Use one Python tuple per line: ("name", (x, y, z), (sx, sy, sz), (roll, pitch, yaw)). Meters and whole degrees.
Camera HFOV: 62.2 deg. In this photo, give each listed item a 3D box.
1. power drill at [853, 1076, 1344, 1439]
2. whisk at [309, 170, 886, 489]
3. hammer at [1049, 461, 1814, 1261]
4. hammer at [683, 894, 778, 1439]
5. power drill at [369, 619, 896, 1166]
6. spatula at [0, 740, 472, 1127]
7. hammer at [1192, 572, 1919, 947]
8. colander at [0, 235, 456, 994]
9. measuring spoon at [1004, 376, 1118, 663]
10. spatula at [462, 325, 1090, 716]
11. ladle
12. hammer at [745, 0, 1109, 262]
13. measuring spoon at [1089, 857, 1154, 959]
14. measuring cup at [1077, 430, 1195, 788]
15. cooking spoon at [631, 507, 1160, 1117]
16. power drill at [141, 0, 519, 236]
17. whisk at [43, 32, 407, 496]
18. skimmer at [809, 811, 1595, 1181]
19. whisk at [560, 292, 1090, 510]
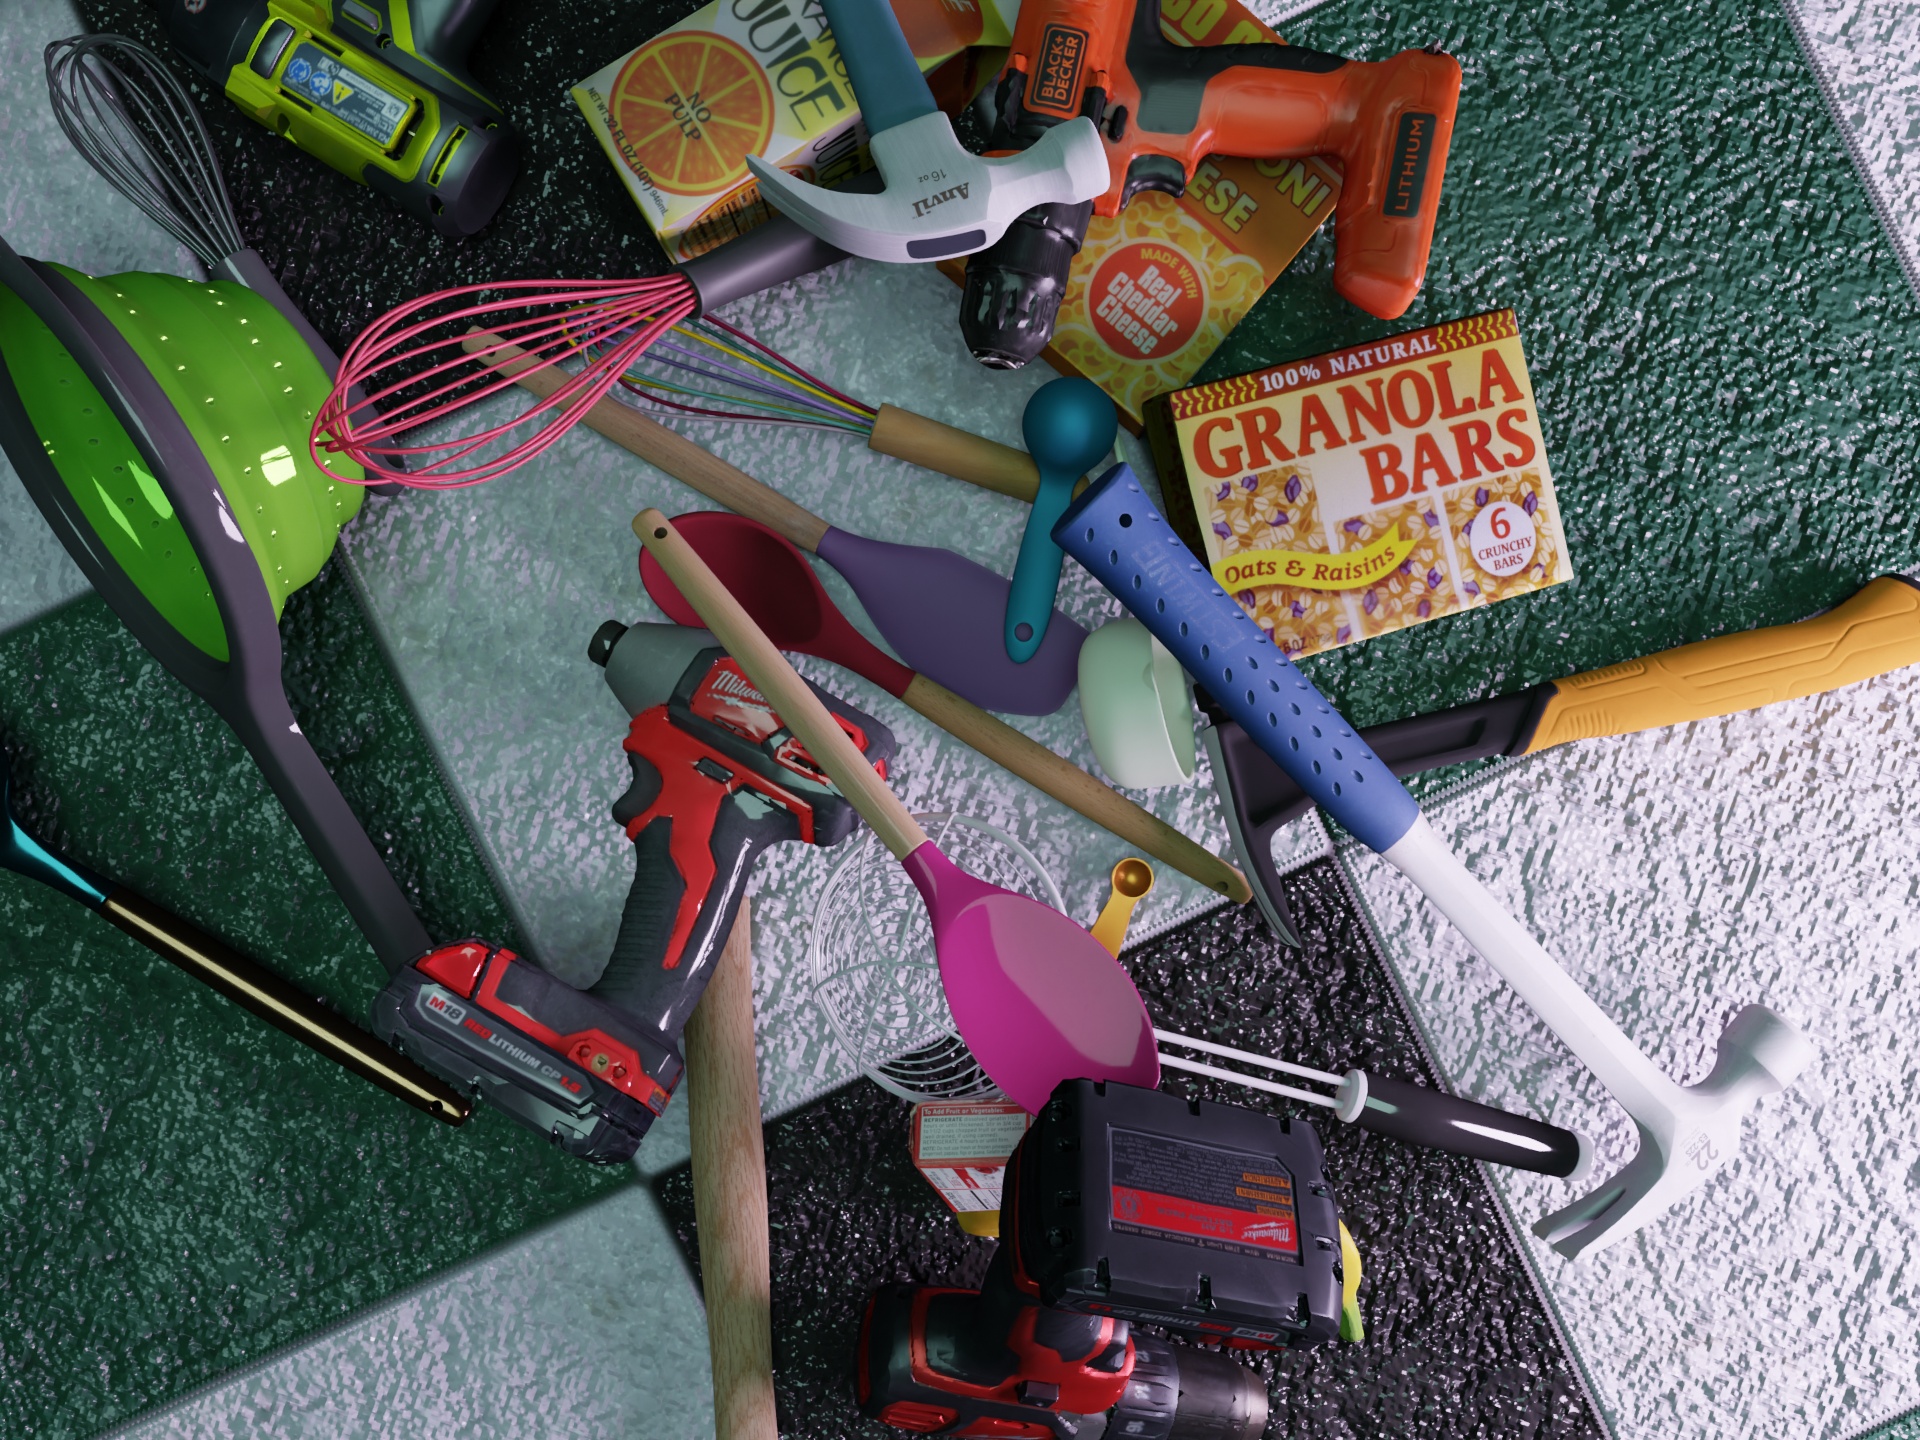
("power drill", (0.072, 0.242, 0.645), (0.188, 0.226, 0.080), (14, 47, -12))
("whisk", (-0.127, -0.167, 0.645), (0.296, 0.073, 0.073), (-34, 92, -31))
("hammer", (0.185, 0.058, 0.662), (0.405, 0.035, 0.144), (45, 85, -11))
("hammer", (-0.100, 0.243, 0.720), (0.130, 0.031, 0.331), (-3, 91, 0))
("power drill", (-0.139, 0.062, 0.671), (0.143, 0.078, 0.220), (30, 71, 6))
("spatula", (-0.356, 0.092, 0.720), (0.317, 0.044, 0.082), (34, 90, -6))
("hammer", (0.281, 0.002, 0.714), (0.337, 0.034, 0.127), (-14, 84, -1))
("colander", (-0.282, -0.044, 0.681), (0.094, 0.204, 0.397), (-37, 110, -33))
("measuring spoon", (0.038, -0.086, 0.695), (0.042, 0.021, 0.128), (13, 102, 6))
("spatula", (-0.086, -0.093, 0.720), (0.316, 0.018, 0.060), (30, 100, -2))
("ladle", (-0.001, -0.002, 0.717), (0.315, 0.031, 0.069), (32, 126, -4))
("hammer", (-0.059, -0.332, 0.638), (0.128, 0.033, 0.331), (-21, 79, 1))
("measuring spoon", (0.059, 0.116, 0.732), (0.021, 0.011, 0.117), (24, 94, -4))
("measuring cup", (0.070, -0.050, 0.707), (0.038, 0.083, 0.168), (-14, 74, 17))
("cooking spoon", (-0.034, 0.033, 0.649), (0.069, 0.017, 0.319), (-38, 80, -11))
("power drill", (-0.236, -0.348, 0.686), (0.171, 0.080, 0.223), (31, 94, -1))
("whisk", (-0.320, -0.201, 0.705), (0.055, 0.055, 0.239), (-34, 96, 0))
("skimmer", (0.111, 0.141, 0.715), (0.363, 0.090, 0.127), (17, 98, -13))
("whisk", (-0.060, -0.139, 0.713), (0.245, 0.051, 0.047), (18, 128, -5))
